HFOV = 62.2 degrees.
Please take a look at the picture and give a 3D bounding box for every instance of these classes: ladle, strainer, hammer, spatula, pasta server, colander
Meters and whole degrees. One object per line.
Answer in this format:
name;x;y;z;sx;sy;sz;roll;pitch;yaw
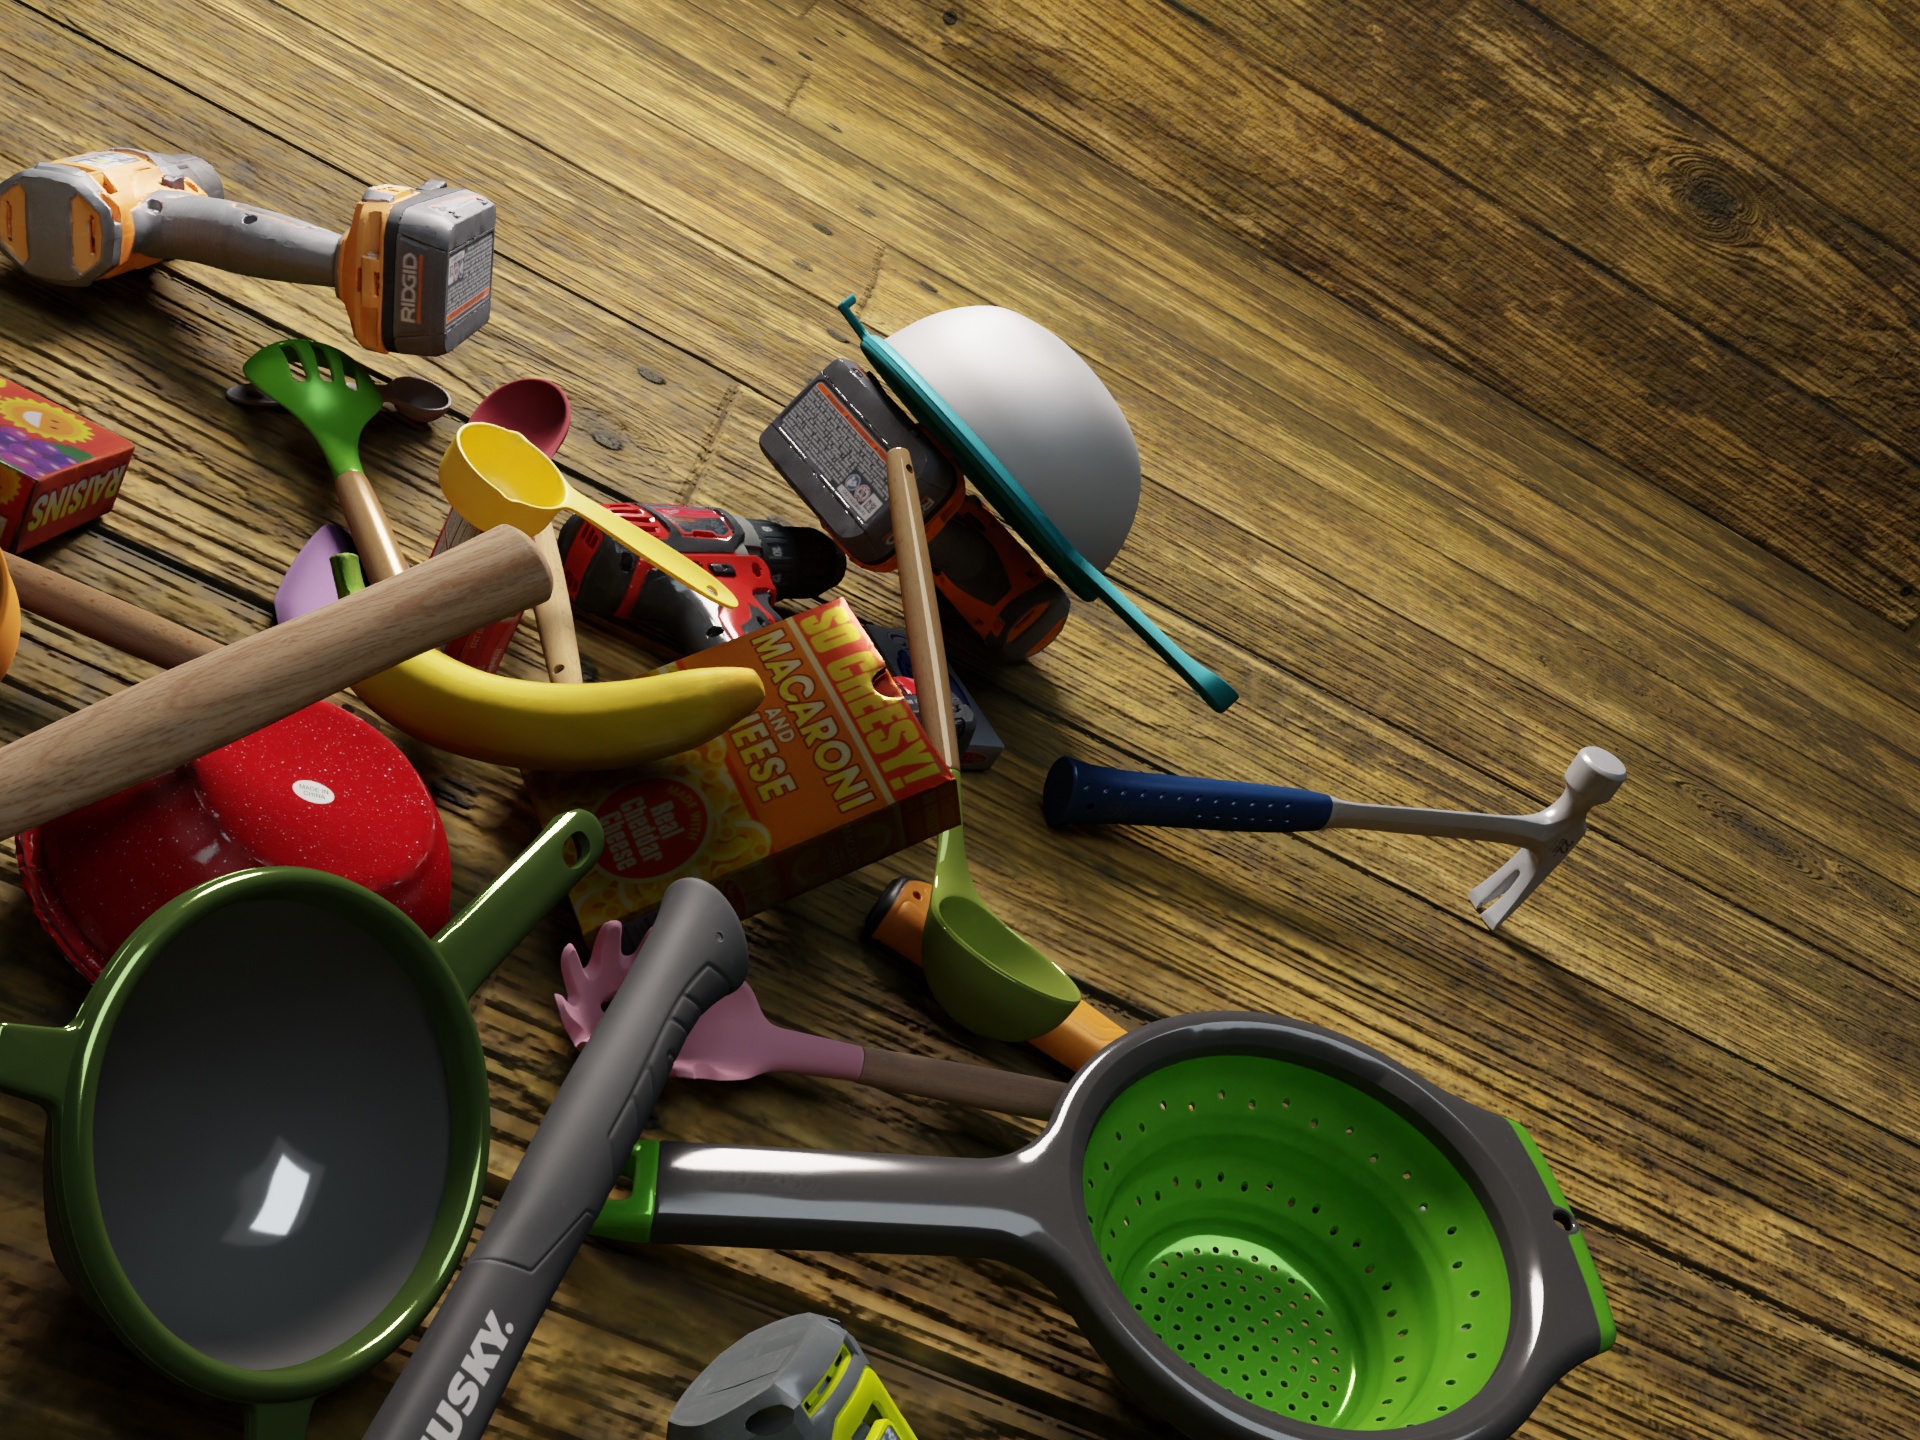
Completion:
ladle;-0.001;-0.002;0.758;0.078;0.062;0.320;25;48;-49
strainer;-0.202;0.100;0.519;0.151;0.069;0.256;68;25;-18
hammer;-0.283;0.011;0.511;0.331;0.031;0.130;-32;62;-32
strainer;0.075;-0.139;0.927;0.341;0.095;0.210;49;4;35
spatula;-0.386;-0.053;0.625;0.317;0.044;0.082;25;28;-15
hammer;0.097;0.183;0.753;0.337;0.034;0.127;34;28;2
hammer;0.235;0.065;1.008;0.405;0.144;0.035;6;36;-25
ladle;-0.217;-0.098;0.819;0.031;0.069;0.316;58;3;-39
spatula;-0.287;-0.001;0.669;0.059;0.018;0.316;27;29;-18
hammer;-0.136;0.157;0.484;0.146;0.035;0.335;52;28;-19
pasta server;-0.014;0.146;0.664;0.316;0.040;0.060;15;50;-17
colander;0.043;0.213;0.619;0.397;0.094;0.205;6;37;-10

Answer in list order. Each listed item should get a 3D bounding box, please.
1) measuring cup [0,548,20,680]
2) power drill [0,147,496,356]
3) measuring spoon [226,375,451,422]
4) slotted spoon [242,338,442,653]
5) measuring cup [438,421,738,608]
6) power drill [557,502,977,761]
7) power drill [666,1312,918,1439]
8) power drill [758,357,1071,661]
measuring cup;-0.421;-0.028;0.548;0.173;0.052;0.095;-15;80;-23
power drill;-0.380;-0.271;0.886;0.226;0.084;0.185;9;24;-6
measuring spoon;-0.345;-0.176;0.885;0.124;0.018;0.034;-10;49;-42
slotted spoon;-0.291;-0.101;0.783;0.070;0.031;0.314;0;43;-39
measuring cup;-0.176;-0.086;0.757;0.156;0.029;0.062;32;27;-30
power drill;-0.091;-0.039;0.863;0.187;0.080;0.227;-5;44;-49
power drill;-0.049;0.284;0.392;0.171;0.080;0.223;59;28;-4
power drill;-0.030;-0.134;1.003;0.164;0.084;0.226;50;9;29
